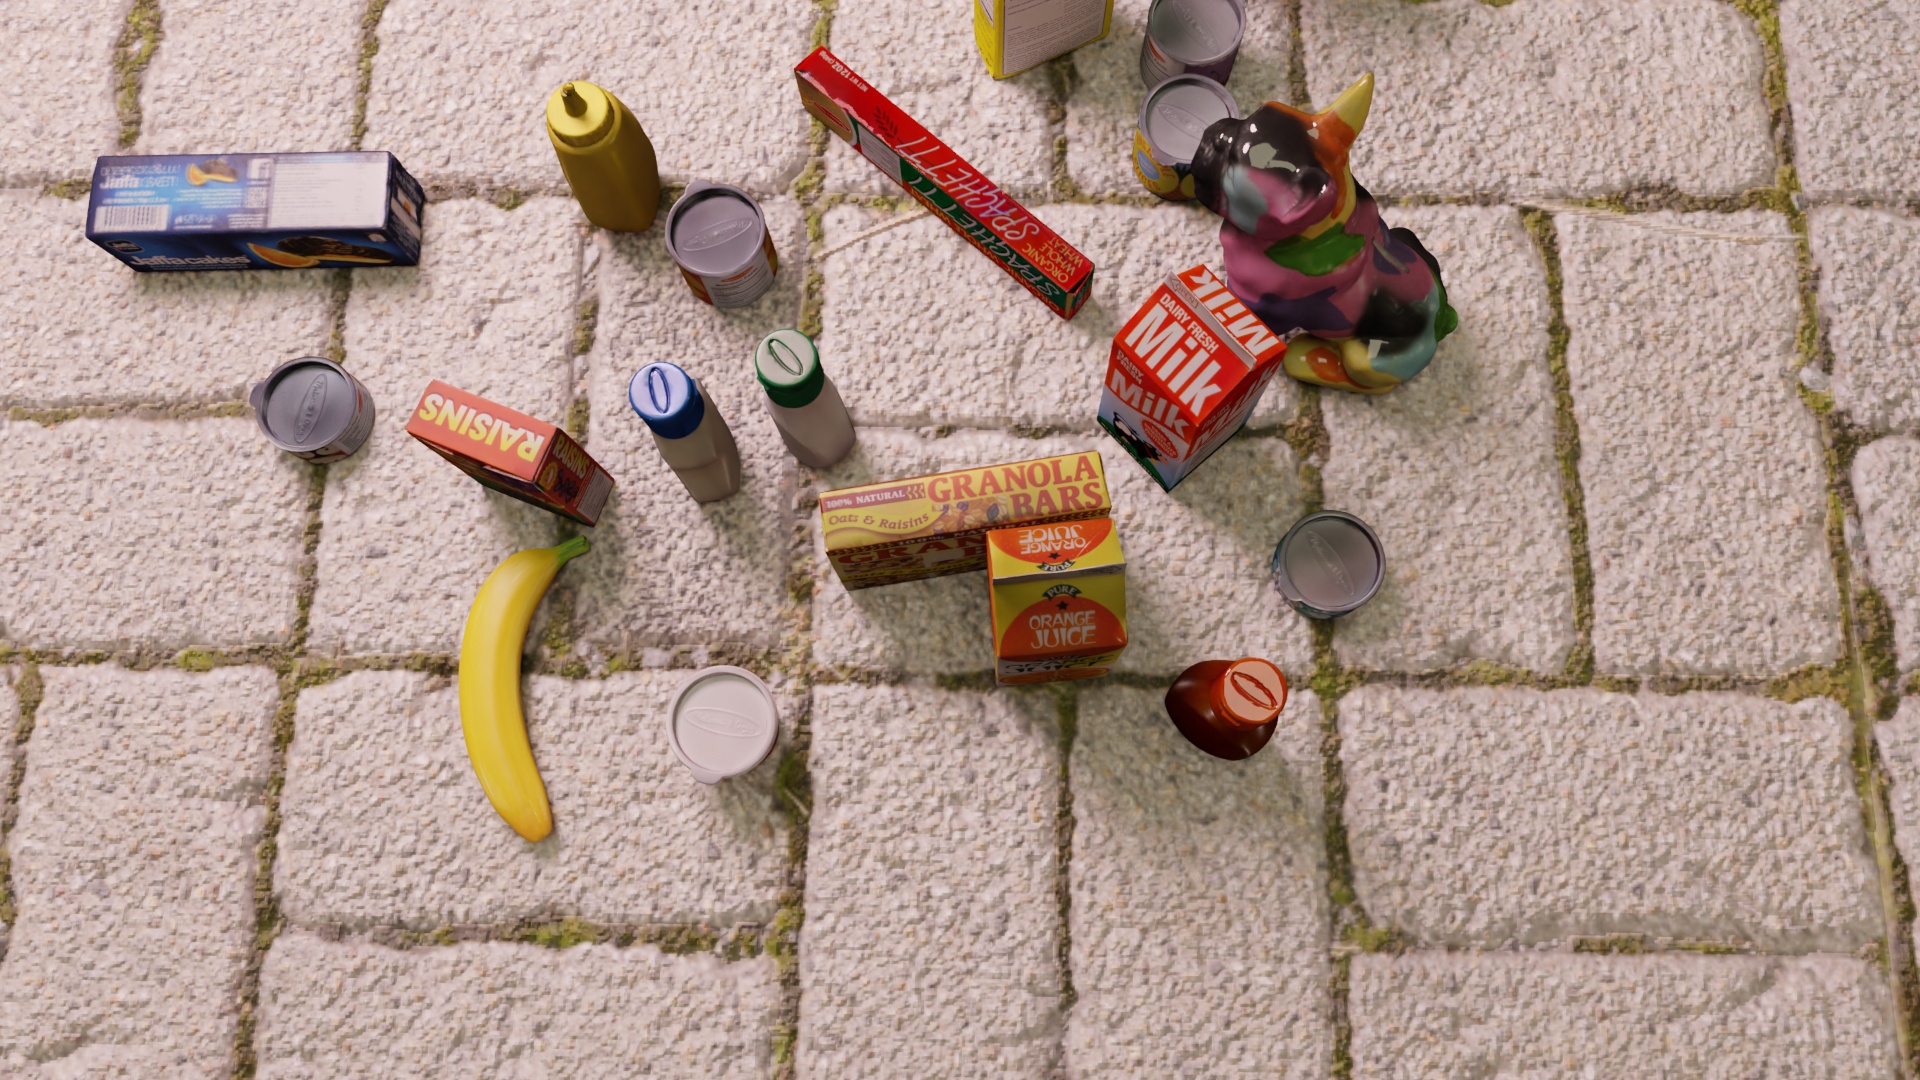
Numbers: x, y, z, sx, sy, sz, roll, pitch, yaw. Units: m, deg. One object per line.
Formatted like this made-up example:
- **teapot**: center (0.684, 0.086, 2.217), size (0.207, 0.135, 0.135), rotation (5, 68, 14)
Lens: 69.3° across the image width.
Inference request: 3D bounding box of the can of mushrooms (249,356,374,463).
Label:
- **can of mushrooms**: center (-0.429, -0.087, 0.921), size (0.071, 0.033, 0.071), rotation (0, 77, 1)

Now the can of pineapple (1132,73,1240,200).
- **can of pineapple**: center (0.150, -0.271, 0.941), size (0.071, 0.057, 0.071), rotation (0, 77, 1)

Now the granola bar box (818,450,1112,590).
- **granola bar box**: center (0.003, -0.011, 0.849), size (0.166, 0.124, 0.039), rotation (-9, 78, -1)

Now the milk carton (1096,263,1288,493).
- **milk carton**: center (0.137, -0.099, 0.833), size (0.073, 0.190, 0.072), rotation (-41, 80, -7)

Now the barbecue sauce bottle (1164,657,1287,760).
- **barbecue sauce bottle**: center (0.157, 0.096, 0.809), size (0.065, 0.148, 0.044), rotation (40, 81, 9)

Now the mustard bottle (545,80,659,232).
- **mustard bottle**: center (-0.232, -0.254, 0.891), size (0.049, 0.160, 0.065), rotation (2, 78, 2)

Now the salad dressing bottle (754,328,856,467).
- **salad dressing bottle**: center (-0.097, -0.087, 0.857), size (0.044, 0.147, 0.064), rotation (-40, 80, -7)

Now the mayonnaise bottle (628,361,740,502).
- **mayonnaise bottle**: center (-0.168, -0.069, 0.854), size (0.041, 0.148, 0.065), rotation (-15, 78, -2)

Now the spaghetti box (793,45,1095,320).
- **spaghetti box**: center (-0.011, -0.241, 0.941), size (0.250, 0.050, 0.029), rotation (41, 81, 9)

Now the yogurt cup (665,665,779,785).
- **yogurt cup**: center (-0.143, 0.114, 0.859), size (0.072, 0.054, 0.072), rotation (0, 77, 1)

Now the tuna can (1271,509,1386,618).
- **tuna can**: center (0.232, 0.017, 0.885), size (0.071, 0.032, 0.071), rotation (0, 77, 1)

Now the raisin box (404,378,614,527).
- **raisin box**: center (-0.277, -0.051, 0.864), size (0.086, 0.123, 0.040), rotation (22, 79, 6)

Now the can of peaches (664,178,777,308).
- **can of peaches**: center (-0.159, -0.198, 0.929), size (0.071, 0.058, 0.071), rotation (0, 77, 1)

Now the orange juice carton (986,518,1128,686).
- **orange juice carton**: center (0.053, 0.036, 0.802), size (0.072, 0.192, 0.073), rotation (-5, 77, 0)

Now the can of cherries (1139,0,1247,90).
- **can of cherries**: center (0.161, -0.343, 0.957), size (0.071, 0.058, 0.071), rotation (0, 77, 1)
